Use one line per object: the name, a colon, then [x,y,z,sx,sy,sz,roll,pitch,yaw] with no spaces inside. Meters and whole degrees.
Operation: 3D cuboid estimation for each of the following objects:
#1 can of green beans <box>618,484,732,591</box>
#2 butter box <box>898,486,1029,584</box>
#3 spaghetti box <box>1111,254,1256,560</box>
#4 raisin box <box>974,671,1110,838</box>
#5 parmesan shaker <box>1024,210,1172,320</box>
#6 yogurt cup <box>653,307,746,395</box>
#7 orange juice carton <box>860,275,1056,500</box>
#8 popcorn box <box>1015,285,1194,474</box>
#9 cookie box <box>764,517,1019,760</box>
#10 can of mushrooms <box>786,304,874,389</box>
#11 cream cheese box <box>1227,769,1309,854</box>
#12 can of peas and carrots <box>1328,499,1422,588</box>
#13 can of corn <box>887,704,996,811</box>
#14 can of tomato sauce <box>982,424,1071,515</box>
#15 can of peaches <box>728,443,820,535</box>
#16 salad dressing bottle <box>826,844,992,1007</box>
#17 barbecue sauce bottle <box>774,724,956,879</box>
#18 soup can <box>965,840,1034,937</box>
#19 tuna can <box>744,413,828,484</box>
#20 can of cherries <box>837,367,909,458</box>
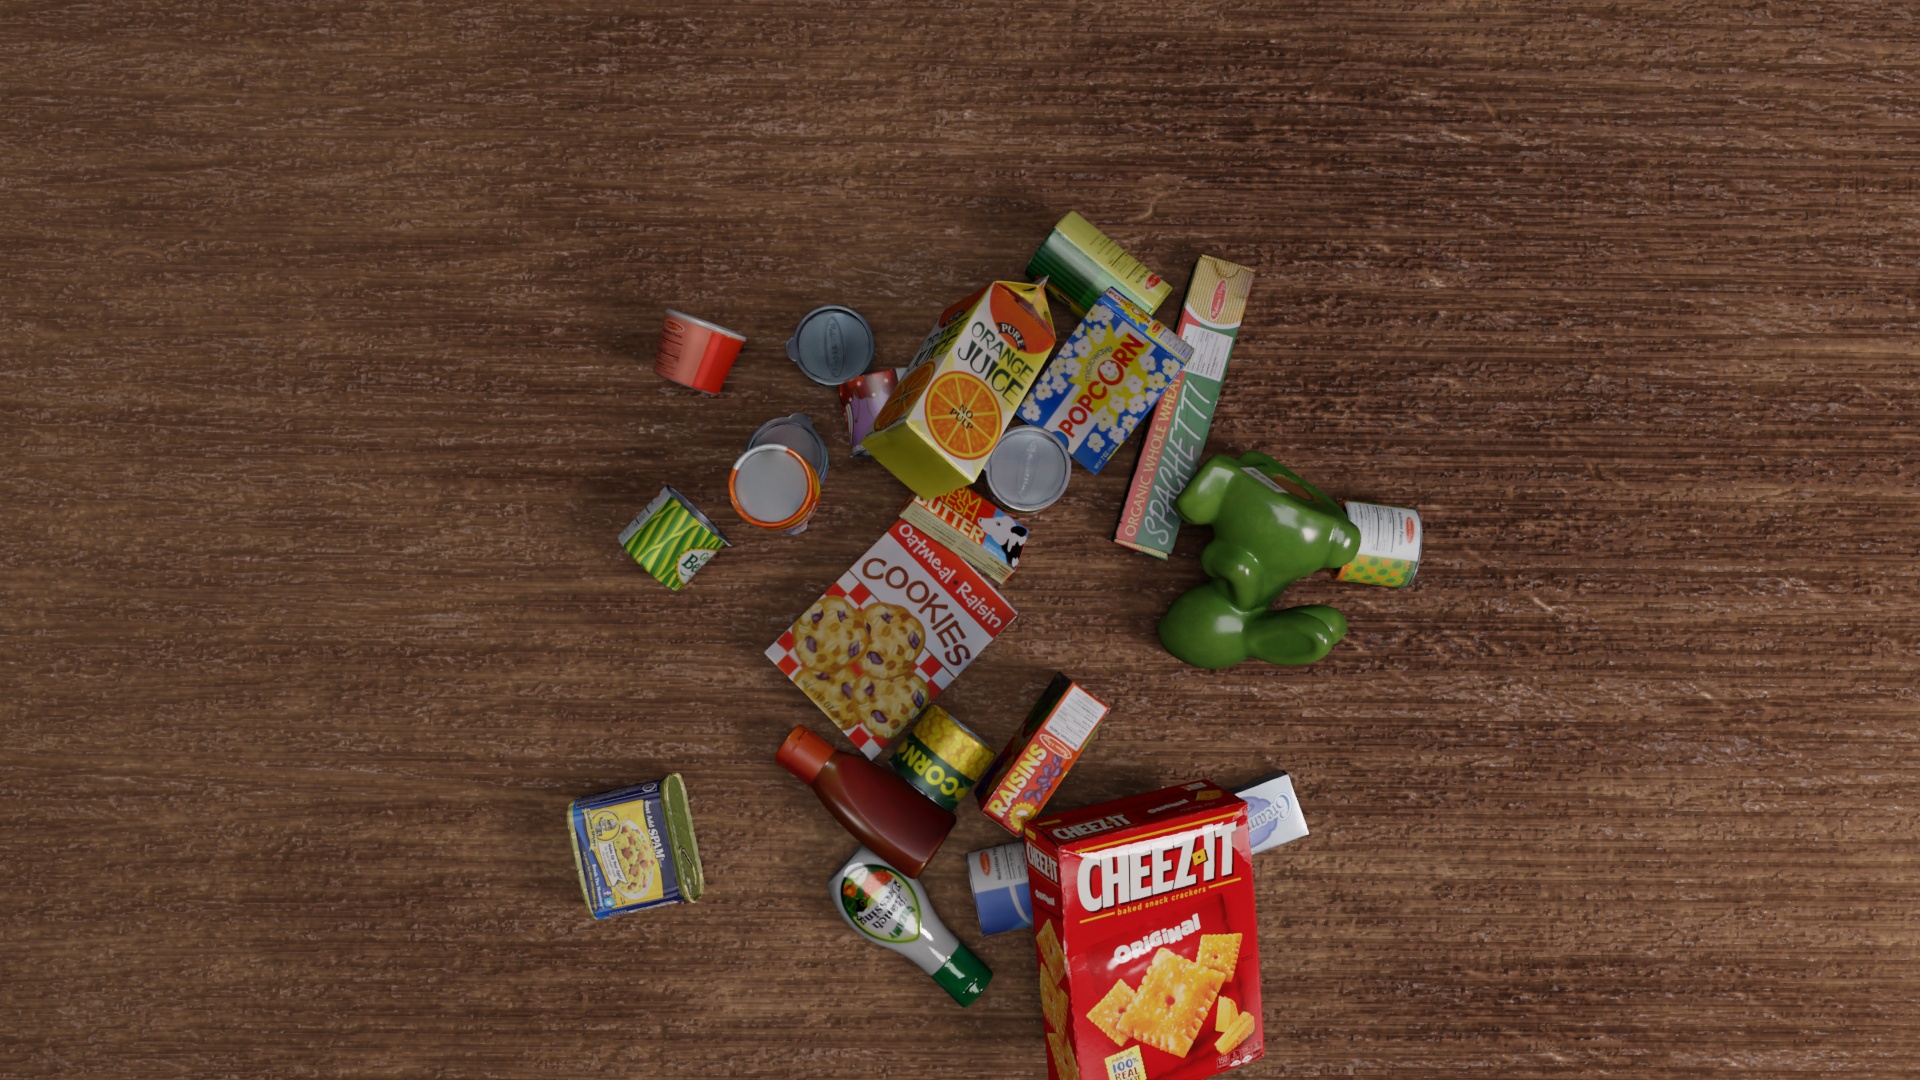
can of green beans: [-0.230,-0.002,1.112,0.071,0.071,0.058,43,88,2]
butter box: [0.004,-0.014,1.112,0.103,0.053,0.024,34,131,-10]
spaghetti box: [0.182,-0.109,1.140,0.050,0.028,0.250,17,87,0]
raisin box: [0.063,0.167,1.096,0.040,0.086,0.123,36,87,-4]
parmesan shaker: [0.112,-0.211,1.129,0.103,0.071,0.071,39,88,2]
yogurt cup: [-0.214,-0.152,1.123,0.072,0.072,0.054,21,95,1]
orange juice carton: [0.008,-0.131,1.086,0.073,0.071,0.193,41,61,-20]
popcorn box: [0.114,-0.127,1.103,0.085,0.038,0.126,38,125,1]
cookie box: [-0.054,0.074,1.123,0.167,0.040,0.123,-45,88,-2]
can of mushrooms: [-0.106,-0.158,1.138,0.071,0.033,0.071,0,88,-1]
cream cheese box: [0.224,0.229,1.125,0.104,0.024,0.053,-21,89,-1]
can of peas and carrots: [0.332,0.004,1.119,0.059,0.071,0.071,7,87,0]
can of corn: [-0.014,0.172,1.102,0.071,0.071,0.058,38,87,1]
can of tomato sauce: [0.050,-0.054,1.109,0.071,0.083,0.071,0,87,0]
can of peaches: [-0.143,-0.039,1.085,0.071,0.058,0.071,0,87,0]
salad dressing bottle: [-0.039,0.308,1.108,0.147,0.044,0.064,43,87,1]
barbecue sauce bottle: [-0.079,0.203,1.108,0.148,0.065,0.043,34,132,7]
soup can: [0.051,0.274,1.102,0.084,0.071,0.071,-12,87,-1]
tuna can: [-0.140,-0.068,1.133,0.071,0.033,0.071,0,87,-1]
can of cherries: [-0.064,-0.102,1.119,0.071,0.071,0.058,-14,87,-1]
